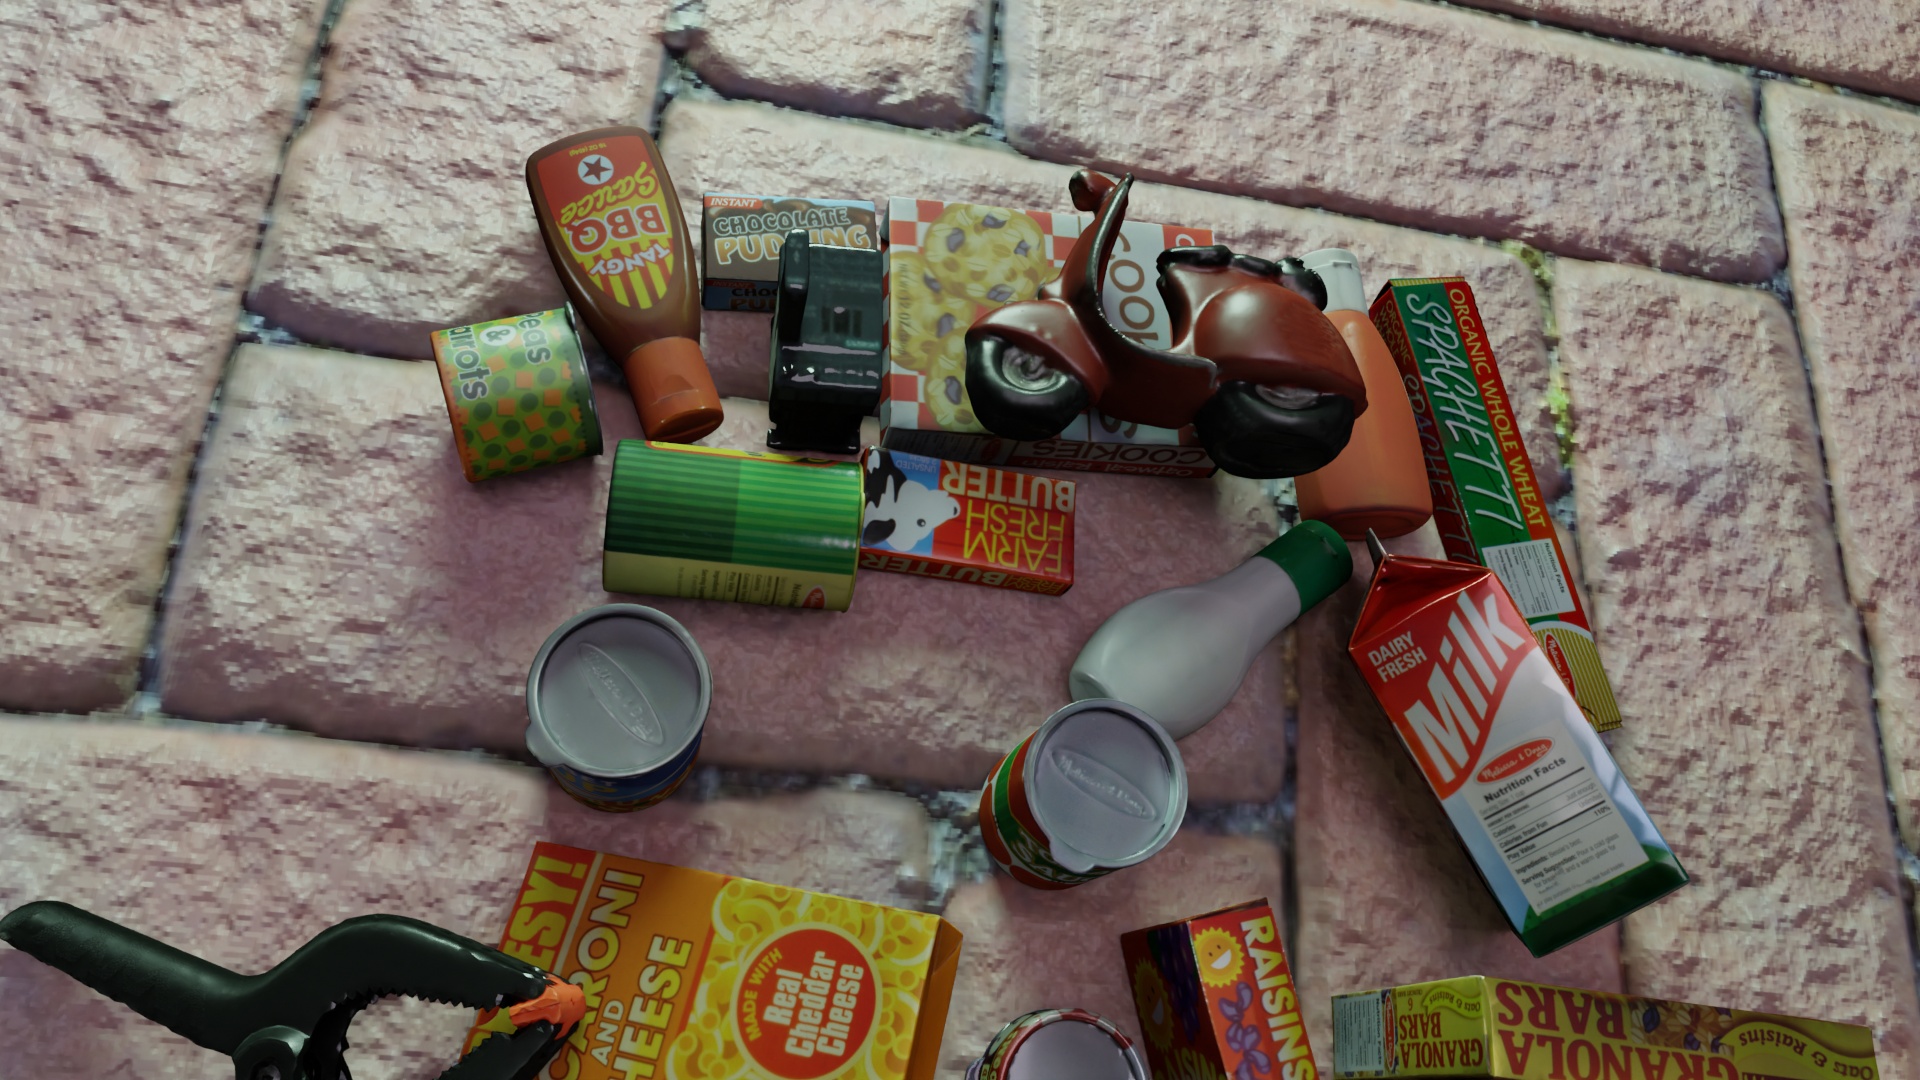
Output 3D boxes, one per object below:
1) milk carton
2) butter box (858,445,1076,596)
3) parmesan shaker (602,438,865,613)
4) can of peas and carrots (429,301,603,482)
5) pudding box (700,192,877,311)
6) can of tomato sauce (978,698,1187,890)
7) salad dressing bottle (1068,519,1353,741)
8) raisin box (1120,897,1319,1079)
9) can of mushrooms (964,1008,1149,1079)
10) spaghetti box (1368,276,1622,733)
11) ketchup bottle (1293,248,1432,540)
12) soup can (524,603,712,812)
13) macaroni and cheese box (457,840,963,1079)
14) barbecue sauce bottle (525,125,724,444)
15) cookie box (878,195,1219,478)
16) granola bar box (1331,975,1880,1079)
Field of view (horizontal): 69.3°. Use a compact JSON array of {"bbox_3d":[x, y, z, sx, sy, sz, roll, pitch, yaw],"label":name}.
[{"bbox_3d":[0.233,0.079,0.625,0.073,0.072,0.191,-31,78,9],"label":"milk carton"},{"bbox_3d":[0.002,-0.008,0.642,0.103,0.024,0.053,9,67,-10],"label":"butter box"},{"bbox_3d":[-0.096,-0.007,0.592,0.103,0.071,0.071,6,68,-11],"label":"parmesan shaker"},{"bbox_3d":[-0.189,-0.064,0.592,0.059,0.070,0.071,-15,74,-17],"label":"can of peas and carrots"},{"bbox_3d":[-0.082,-0.138,0.668,0.084,0.030,0.050,1,69,-13],"label":"pudding box"},{"bbox_3d":[0.048,0.109,0.575,0.071,0.082,0.071,5,69,-12],"label":"can of tomato sauce"},{"bbox_3d":[0.119,0.040,0.642,0.148,0.043,0.064,-31,77,-23],"label":"salad dressing bottle"},{"bbox_3d":[0.107,0.211,0.549,0.040,0.085,0.123,-8,72,-14],"label":"raisin box"},{"bbox_3d":[0.039,0.222,0.557,0.071,0.033,0.071,5,69,-12],"label":"can of mushrooms"},{"bbox_3d":[0.268,-0.020,0.708,0.050,0.028,0.250,-7,71,-16],"label":"spaghetti box"},{"bbox_3d":[0.195,-0.076,0.704,0.065,0.043,0.149,2,69,-14],"label":"ketchup bottle"},{"bbox_3d":[-0.136,0.070,0.546,0.071,0.083,0.071,5,69,-11],"label":"soup can"},{"bbox_3d":[-0.094,0.184,0.499,0.166,0.040,0.124,6,65,17],"label":"macaroni and cheese box"},{"bbox_3d":[-0.149,-0.115,0.636,0.065,0.043,0.149,-19,75,-13],"label":"barbecue sauce bottle"},{"bbox_3d":[0.045,-0.098,0.678,0.168,0.040,0.123,3,70,-12],"label":"cookie box"},{"bbox_3d":[0.254,0.210,0.564,0.166,0.123,0.039,10,67,-9],"label":"granola bar box"}]
